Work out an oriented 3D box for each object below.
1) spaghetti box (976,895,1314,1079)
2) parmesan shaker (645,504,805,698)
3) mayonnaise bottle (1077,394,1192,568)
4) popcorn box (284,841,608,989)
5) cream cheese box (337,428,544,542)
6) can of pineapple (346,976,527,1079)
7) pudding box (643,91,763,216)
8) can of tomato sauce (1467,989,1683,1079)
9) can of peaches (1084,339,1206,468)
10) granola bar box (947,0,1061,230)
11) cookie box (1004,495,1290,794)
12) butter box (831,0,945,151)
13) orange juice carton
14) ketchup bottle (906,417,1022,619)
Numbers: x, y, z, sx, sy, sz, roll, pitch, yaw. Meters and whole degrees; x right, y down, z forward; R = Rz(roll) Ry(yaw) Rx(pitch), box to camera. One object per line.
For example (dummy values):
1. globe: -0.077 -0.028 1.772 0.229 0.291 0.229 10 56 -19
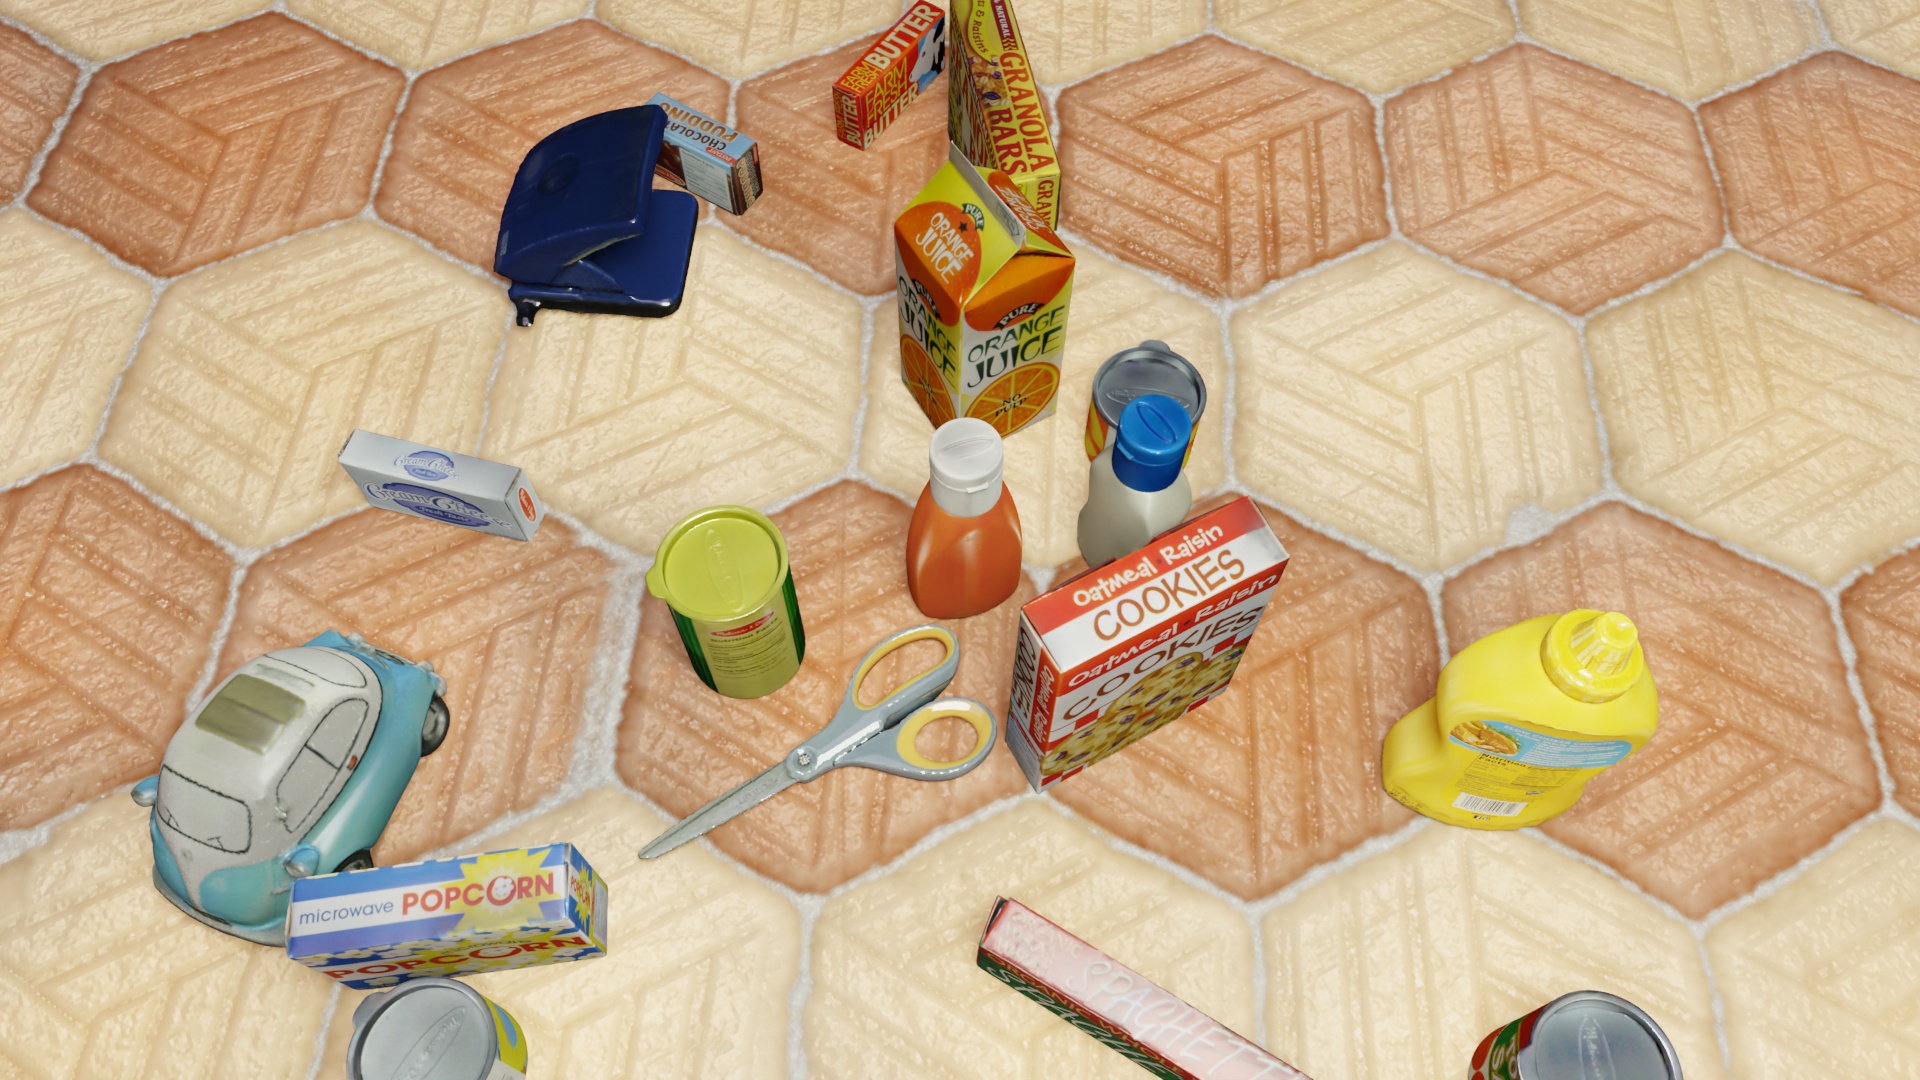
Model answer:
1. spaghetti box: 0.119 0.246 0.652 0.250 0.050 0.029 28 65 14
2. parmesan shaker: -0.122 0.035 0.734 0.071 0.102 0.071 0 61 -1
3. mayonnaise bottle: 0.095 -0.022 0.744 0.041 0.147 0.065 -32 66 -17
4. popcorn box: -0.240 0.180 0.662 0.127 0.084 0.038 -7 62 -5
5. cream cheese box: -0.296 -0.031 0.795 0.104 0.053 0.024 13 62 6
6. can of pineapple: -0.242 0.240 0.644 0.071 0.057 0.071 0 61 -1
7. pudding box: -0.175 -0.257 0.925 0.084 0.049 0.030 29 65 14
8. can of tomato sauce: 0.276 0.248 0.635 0.071 0.082 0.071 0 61 -1
9. can of peaches: 0.109 -0.074 0.824 0.071 0.057 0.071 0 61 -1
10. granola bar box: 0.025 -0.248 0.880 0.039 0.123 0.166 -9 62 -6
11. cookie box: 0.086 0.056 0.690 0.123 0.166 0.040 -26 65 -14
12. butter box: -0.048 -0.322 0.960 0.024 0.053 0.104 31 65 15
13. orange juice carton: 0.012 -0.134 0.778 0.073 0.191 0.072 -27 65 -15
14. ketchup bottle: 0.003 -0.009 0.734 0.065 0.148 0.044 -16 63 -9
